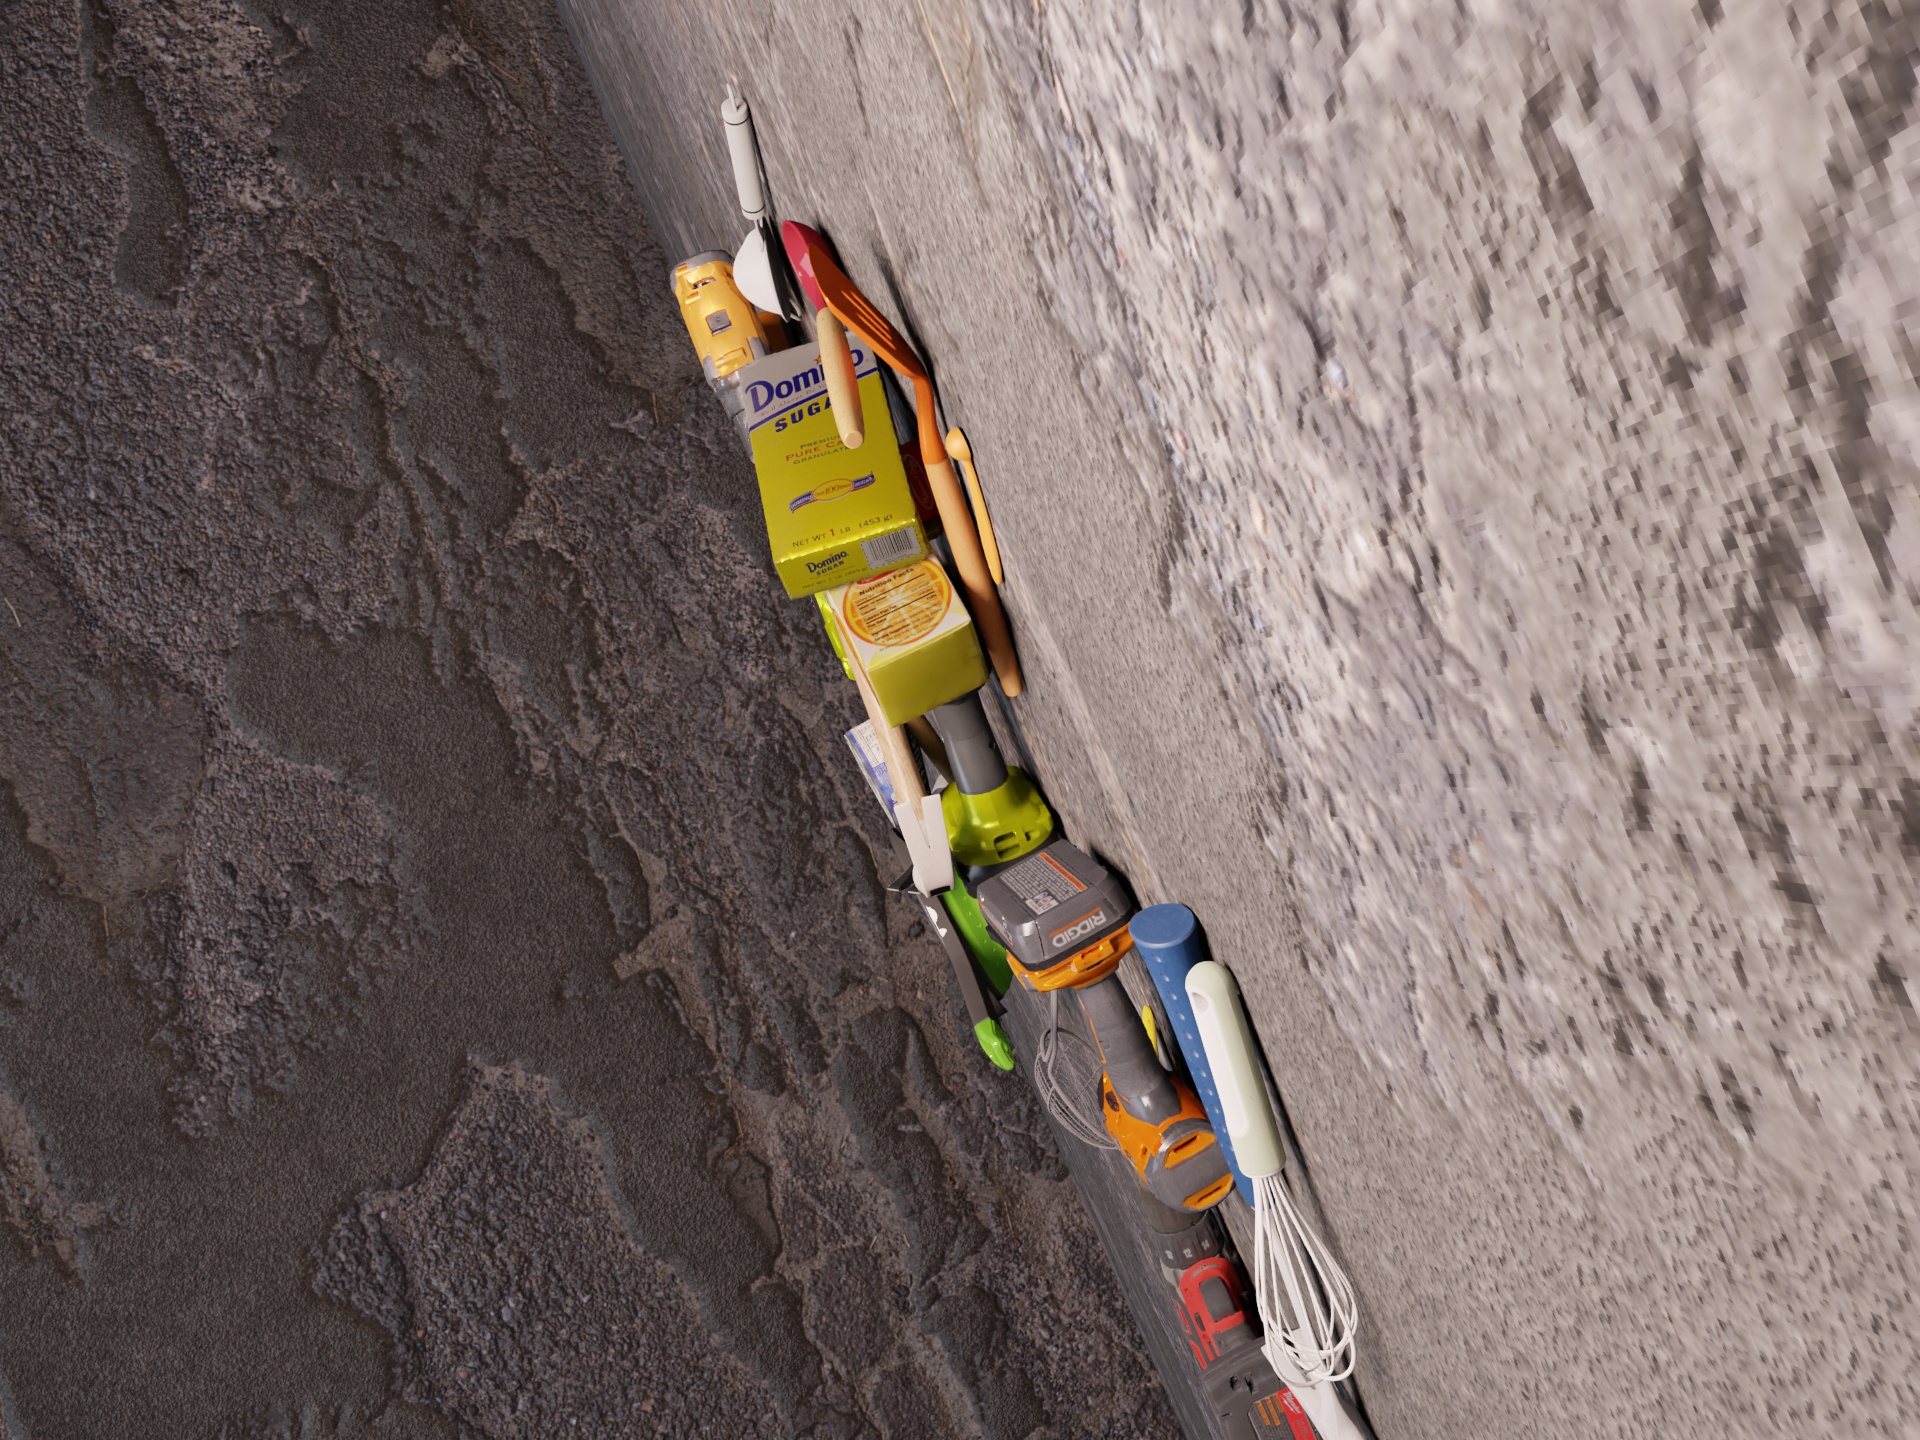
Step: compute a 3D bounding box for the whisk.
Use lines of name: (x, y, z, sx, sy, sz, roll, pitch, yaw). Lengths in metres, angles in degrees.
whisk: (0.158, 0.237, 0.823, 0.058, 0.059, 0.246, 2, 113, 59)

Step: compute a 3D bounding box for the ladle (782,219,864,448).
ladle: (-0.079, -0.232, 0.952, 0.316, 0.031, 0.069, -105, -6, -55)

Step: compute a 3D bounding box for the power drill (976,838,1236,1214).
power drill: (0.095, 0.197, 1.051, 0.226, 0.084, 0.164, 64, 172, -14)

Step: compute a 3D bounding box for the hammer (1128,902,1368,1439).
hammer: (0.171, 0.278, 0.912, 0.144, 0.035, 0.405, -128, 15, -67)

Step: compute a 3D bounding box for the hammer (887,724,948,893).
hammer: (-0.055, -0.027, 1.299, 0.408, 0.036, 0.149, 77, -154, -42)

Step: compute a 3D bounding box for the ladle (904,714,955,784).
ladle: (-0.022, 0.037, 1.290, 0.319, 0.062, 0.078, 56, -140, -37)

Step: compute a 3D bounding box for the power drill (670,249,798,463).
power drill: (-0.181, -0.299, 1.412, 0.226, 0.084, 0.185, 11, -123, -87)

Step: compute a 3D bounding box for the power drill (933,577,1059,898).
power drill: (-0.002, -0.004, 1.169, 0.191, 0.080, 0.228, -115, 6, -65)

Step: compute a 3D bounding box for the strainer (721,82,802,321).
strainer: (-0.162, -0.396, 1.242, 0.258, 0.050, 0.087, 87, 173, -65)

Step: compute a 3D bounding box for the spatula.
spatula: (-0.017, -0.134, 0.947, 0.081, 0.041, 0.322, -106, -4, -51)

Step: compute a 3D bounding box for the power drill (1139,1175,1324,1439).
power drill: (0.194, 0.433, 1.151, 0.227, 0.080, 0.188, -127, 14, -78)

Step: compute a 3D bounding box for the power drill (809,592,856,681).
power drill: (-0.087, -0.106, 1.549, 0.171, 0.080, 0.223, 67, 171, -8)

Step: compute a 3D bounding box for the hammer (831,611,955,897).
hammer: (-0.064, -0.037, 1.116, 0.130, 0.031, 0.331, 104, 147, -81)

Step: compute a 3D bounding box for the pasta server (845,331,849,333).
pasta server: (-0.055, -0.170, 1.236, 0.060, 0.040, 0.315, 61, 176, 44)

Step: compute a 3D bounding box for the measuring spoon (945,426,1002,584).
measuring spoon: (0.008, -0.120, 0.918, 0.116, 0.011, 0.021, 72, 172, -46)

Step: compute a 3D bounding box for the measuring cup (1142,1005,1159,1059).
measuring cup: (0.154, 0.273, 1.150, 0.062, 0.029, 0.156, -135, 33, -68)

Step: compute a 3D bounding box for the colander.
colander: (0.033, 0.193, 1.428, 0.204, 0.094, 0.397, 61, 180, -18)

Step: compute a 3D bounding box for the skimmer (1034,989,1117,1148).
skimmer: (0.109, 0.241, 1.369, 0.127, 0.090, 0.362, -114, 14, -46)
